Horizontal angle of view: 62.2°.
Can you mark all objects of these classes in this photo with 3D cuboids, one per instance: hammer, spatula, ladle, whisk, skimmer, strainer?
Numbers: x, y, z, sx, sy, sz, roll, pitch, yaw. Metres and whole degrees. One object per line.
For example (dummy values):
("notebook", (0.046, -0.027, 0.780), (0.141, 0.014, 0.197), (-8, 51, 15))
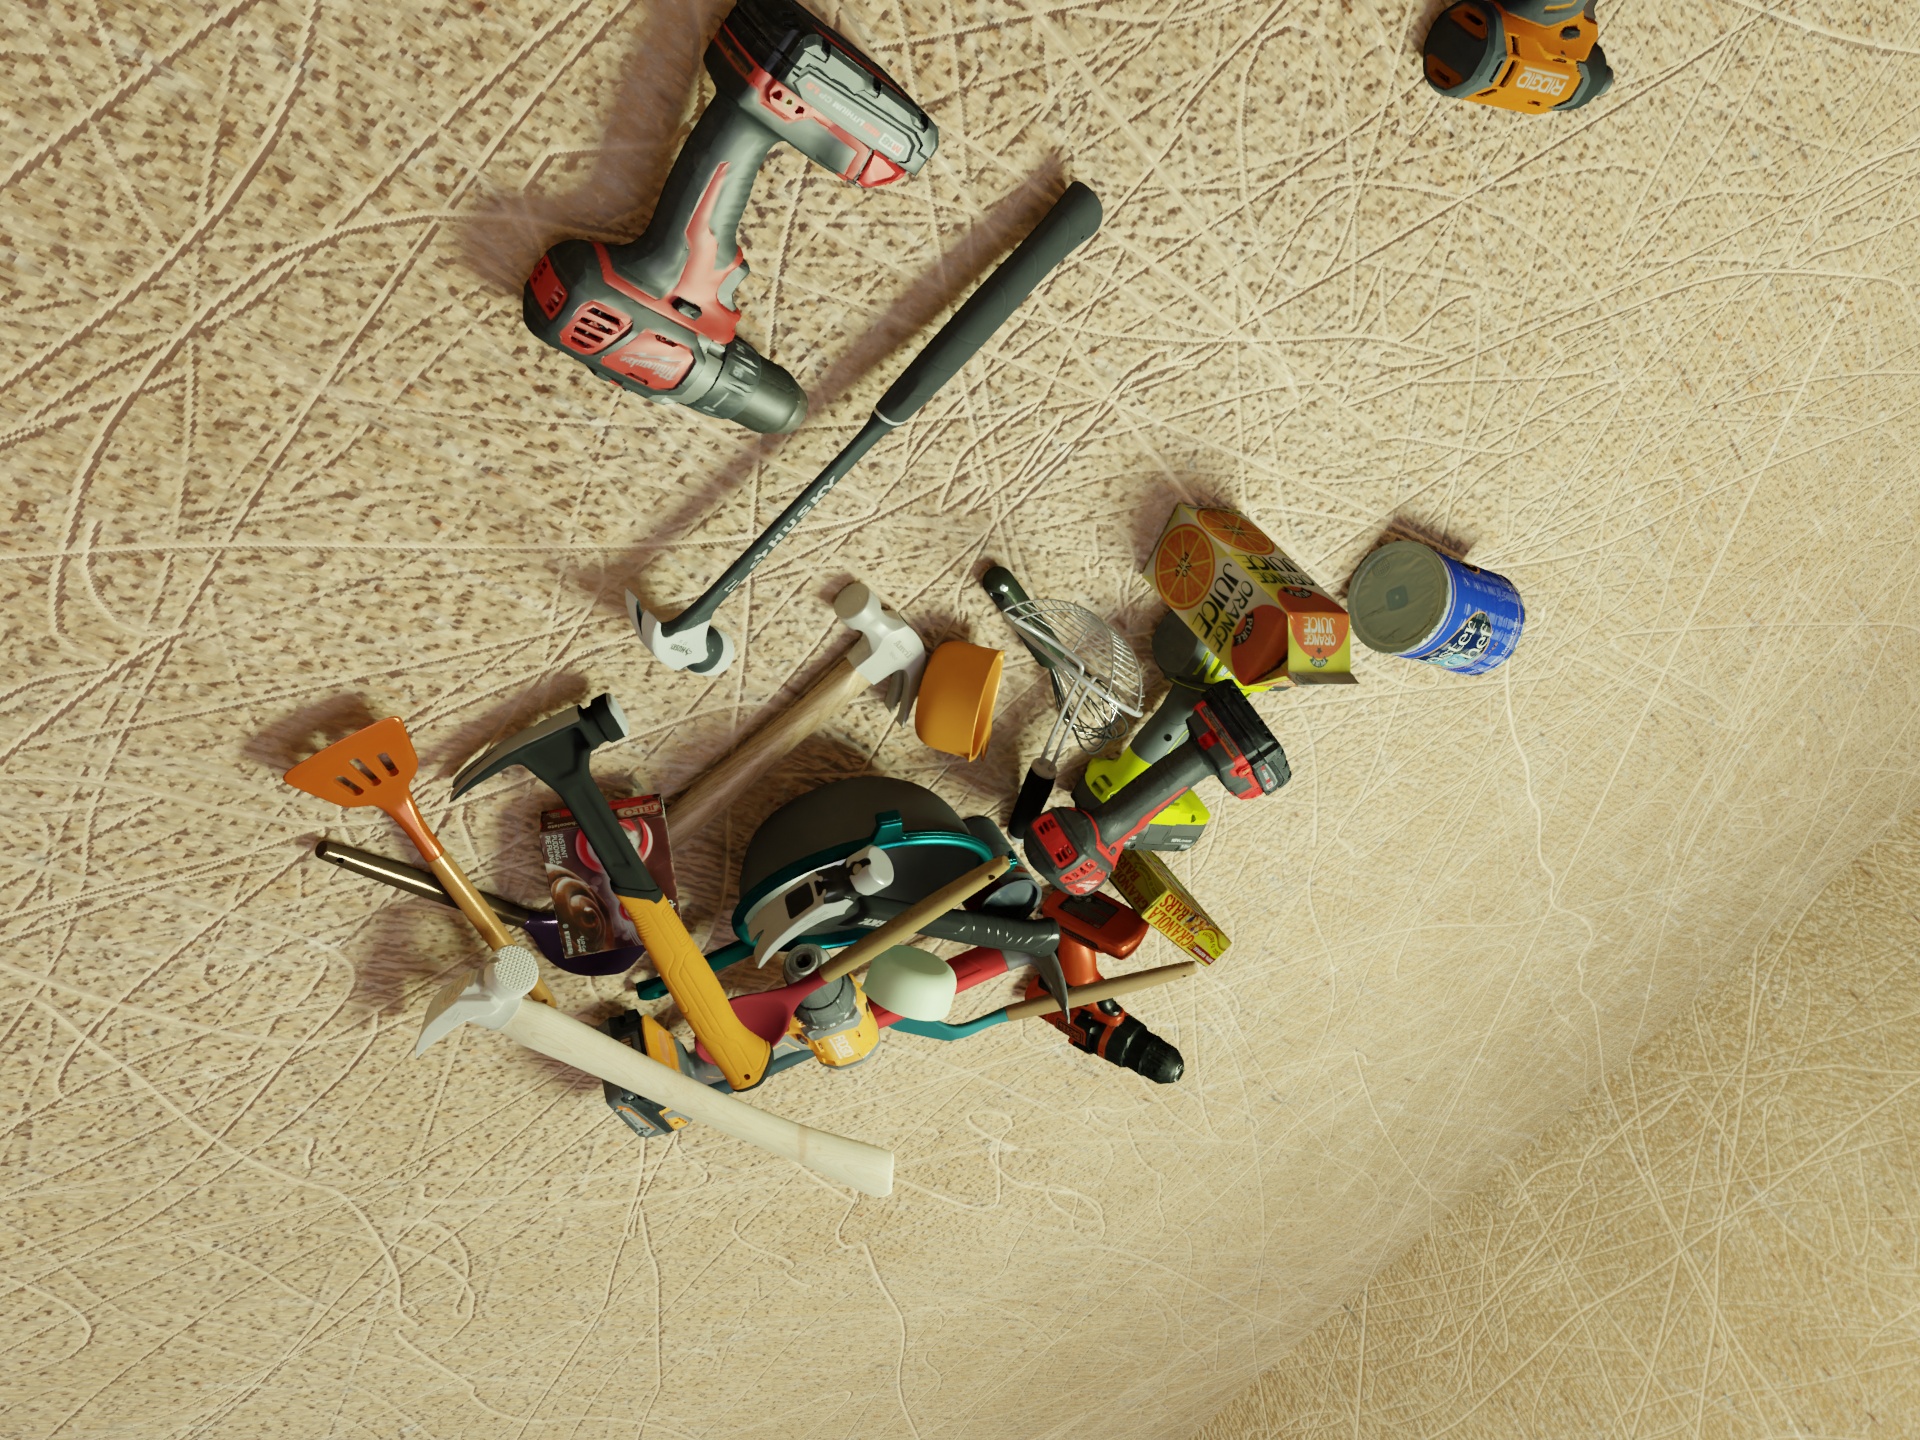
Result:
("hammer", (-0.162, 0.036, 1.209), (0.331, 0.031, 0.129), (-40, 141, 6))
("spatula", (-0.357, 0.115, 1.116), (0.081, 0.041, 0.322), (-30, 133, -9))
("ladle", (-0.084, 0.180, 1.199), (0.315, 0.031, 0.069), (-34, 130, 26))
("hammer", (-0.060, -0.186, 1.022), (0.409, 0.036, 0.149), (-46, 168, 6))
("spatula", (-0.348, 0.143, 1.189), (0.060, 0.018, 0.315), (-47, 142, 7))
("hammer", (-0.231, 0.145, 1.150), (0.127, 0.034, 0.336), (-26, 116, -2))
("spatula", (0.067, 0.260, 1.502), (0.317, 0.044, 0.082), (-16, 142, 12))
("whisk", (0.076, -0.048, 1.291), (0.246, 0.058, 0.059), (50, 59, -48))
("hammer", (-0.093, 0.286, 1.447), (0.386, 0.143, 0.038), (-23, 142, -10))
("hammer", (-0.025, 0.165, 1.285), (0.146, 0.035, 0.334), (-31, 152, 27))
("skimmer", (0.063, 0.025, 1.280), (0.090, 0.127, 0.363), (-44, 165, -30))
("hammer", (-0.224, 0.299, 1.261), (0.410, 0.038, 0.146), (32, 131, -27))
("strainer", (-0.139, 0.129, 1.291), (0.340, 0.095, 0.210), (-27, 154, 23))

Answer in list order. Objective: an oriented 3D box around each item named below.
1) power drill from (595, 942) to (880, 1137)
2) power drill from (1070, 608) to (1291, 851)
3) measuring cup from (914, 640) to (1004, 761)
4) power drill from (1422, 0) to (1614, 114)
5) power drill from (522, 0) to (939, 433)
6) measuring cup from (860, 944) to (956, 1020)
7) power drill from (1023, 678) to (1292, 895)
("power drill", (-0.188, 0.264, 1.339), (0.226, 0.084, 0.185), (-18, 148, -3))
("power drill", (0.216, 0.006, 1.426), (0.190, 0.080, 0.228), (7, 123, -40))
("measuring cup", (-0.002, -0.004, 1.268), (0.173, 0.052, 0.095), (87, 19, -71))
("power drill", (0.420, -0.509, 1.043), (0.164, 0.084, 0.226), (-5, 137, -34))
("power drill", (-0.113, -0.269, 0.895), (0.187, 0.080, 0.226), (20, 119, -47))
("measuring cup", (-0.052, 0.201, 1.371), (0.083, 0.168, 0.038), (14, 106, -20))
("power drill", (0.160, 0.069, 1.321), (0.219, 0.079, 0.143), (-34, 157, 4))
